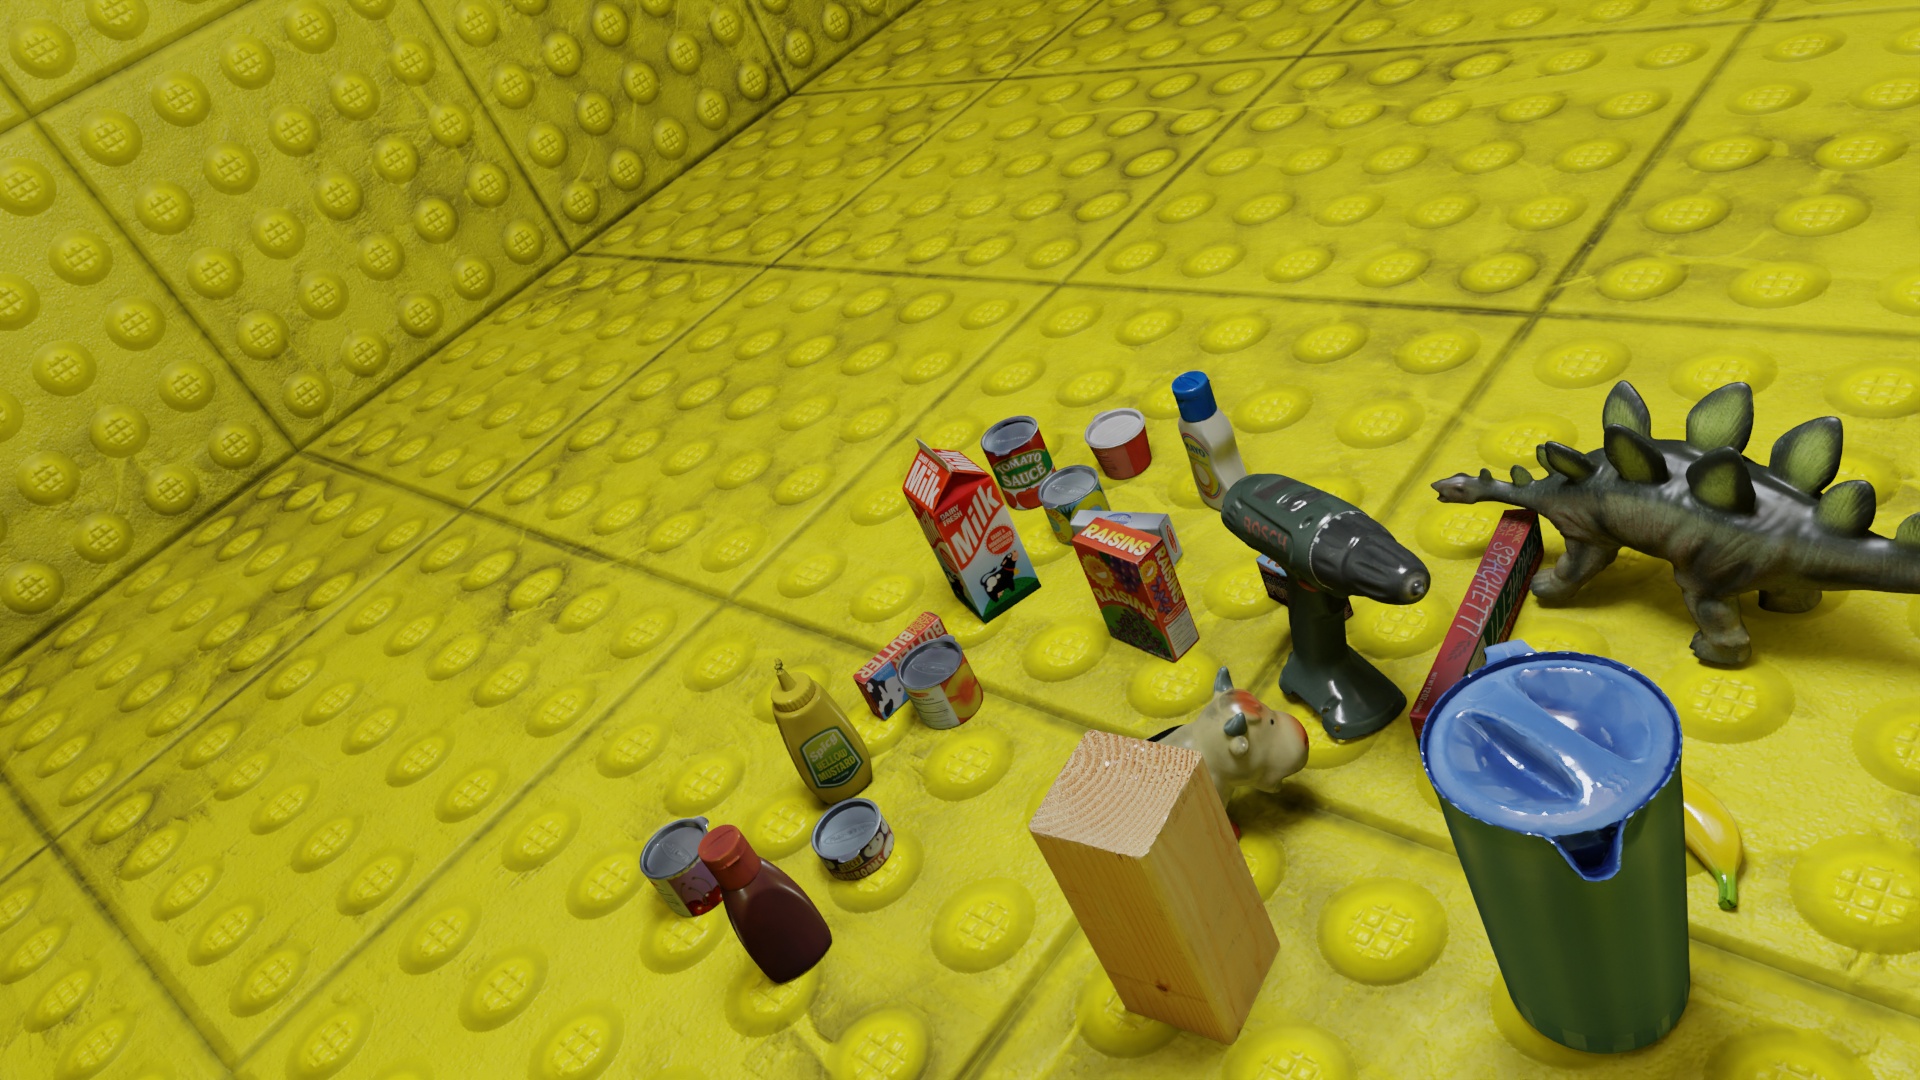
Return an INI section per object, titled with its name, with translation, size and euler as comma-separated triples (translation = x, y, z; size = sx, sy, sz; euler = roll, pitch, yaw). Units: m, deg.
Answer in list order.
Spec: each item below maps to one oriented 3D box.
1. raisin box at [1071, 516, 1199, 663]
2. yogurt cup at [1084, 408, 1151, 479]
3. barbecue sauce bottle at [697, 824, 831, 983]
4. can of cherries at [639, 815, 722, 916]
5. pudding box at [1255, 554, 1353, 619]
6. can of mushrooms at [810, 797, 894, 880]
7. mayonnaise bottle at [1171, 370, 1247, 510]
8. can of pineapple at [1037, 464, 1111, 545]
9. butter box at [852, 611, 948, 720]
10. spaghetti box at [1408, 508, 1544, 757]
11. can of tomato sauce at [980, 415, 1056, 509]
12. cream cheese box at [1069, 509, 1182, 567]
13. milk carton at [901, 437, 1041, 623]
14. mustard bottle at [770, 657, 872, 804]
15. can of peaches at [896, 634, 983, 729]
[raisin box]
translation = 0.159, 0.044, 1.258
size = 0.040, 0.123, 0.086
euler = -41, 36, -22
[yogurt cup]
translation = 0.175, -0.103, 1.511
size = 0.072, 0.053, 0.073
euler = -17, 34, 12
[barbecue sauce bottle]
translation = -0.160, 0.288, 1.110
size = 0.065, 0.148, 0.044
euler = -36, 35, -16
[can of cherries]
translation = -0.241, 0.290, 1.240
size = 0.071, 0.058, 0.072
euler = -17, 34, 12
[pudding box]
translation = 0.306, 0.040, 1.235
size = 0.030, 0.049, 0.084
euler = -36, 35, -15
[can of mushrooms]
translation = -0.093, 0.261, 1.206
size = 0.071, 0.033, 0.071
euler = -17, 34, 12
[mayonnaise bottle]
translation = 0.245, -0.098, 1.374
size = 0.041, 0.147, 0.065
euler = -35, 35, -14
[can of pineapple]
translation = 0.119, -0.036, 1.452
size = 0.071, 0.057, 0.071
euler = -17, 34, 12
[butter box]
translation = -0.053, 0.121, 1.354
size = 0.104, 0.053, 0.024
euler = -41, 37, -23
[spaghetti box]
translation = 0.420, 0.071, 1.119
size = 0.028, 0.050, 0.251
euler = 6, 45, 39
[can of tomato sauce]
translation = 0.067, -0.084, 1.528
size = 0.071, 0.082, 0.071
euler = -17, 34, 12
[cream cheese box]
translation = 0.164, -0.002, 1.381
size = 0.104, 0.053, 0.024
euler = 4, 43, 36
[milk carton]
translation = 0.005, -0.017, 1.381
size = 0.073, 0.189, 0.072
euler = -34, 34, -12
[mustard bottle]
translation = -0.134, 0.167, 1.247
size = 0.065, 0.159, 0.049
euler = -31, 34, -8
[can of peaches]
translation = -0.017, 0.134, 1.309
size = 0.071, 0.057, 0.071
euler = -17, 34, 12
